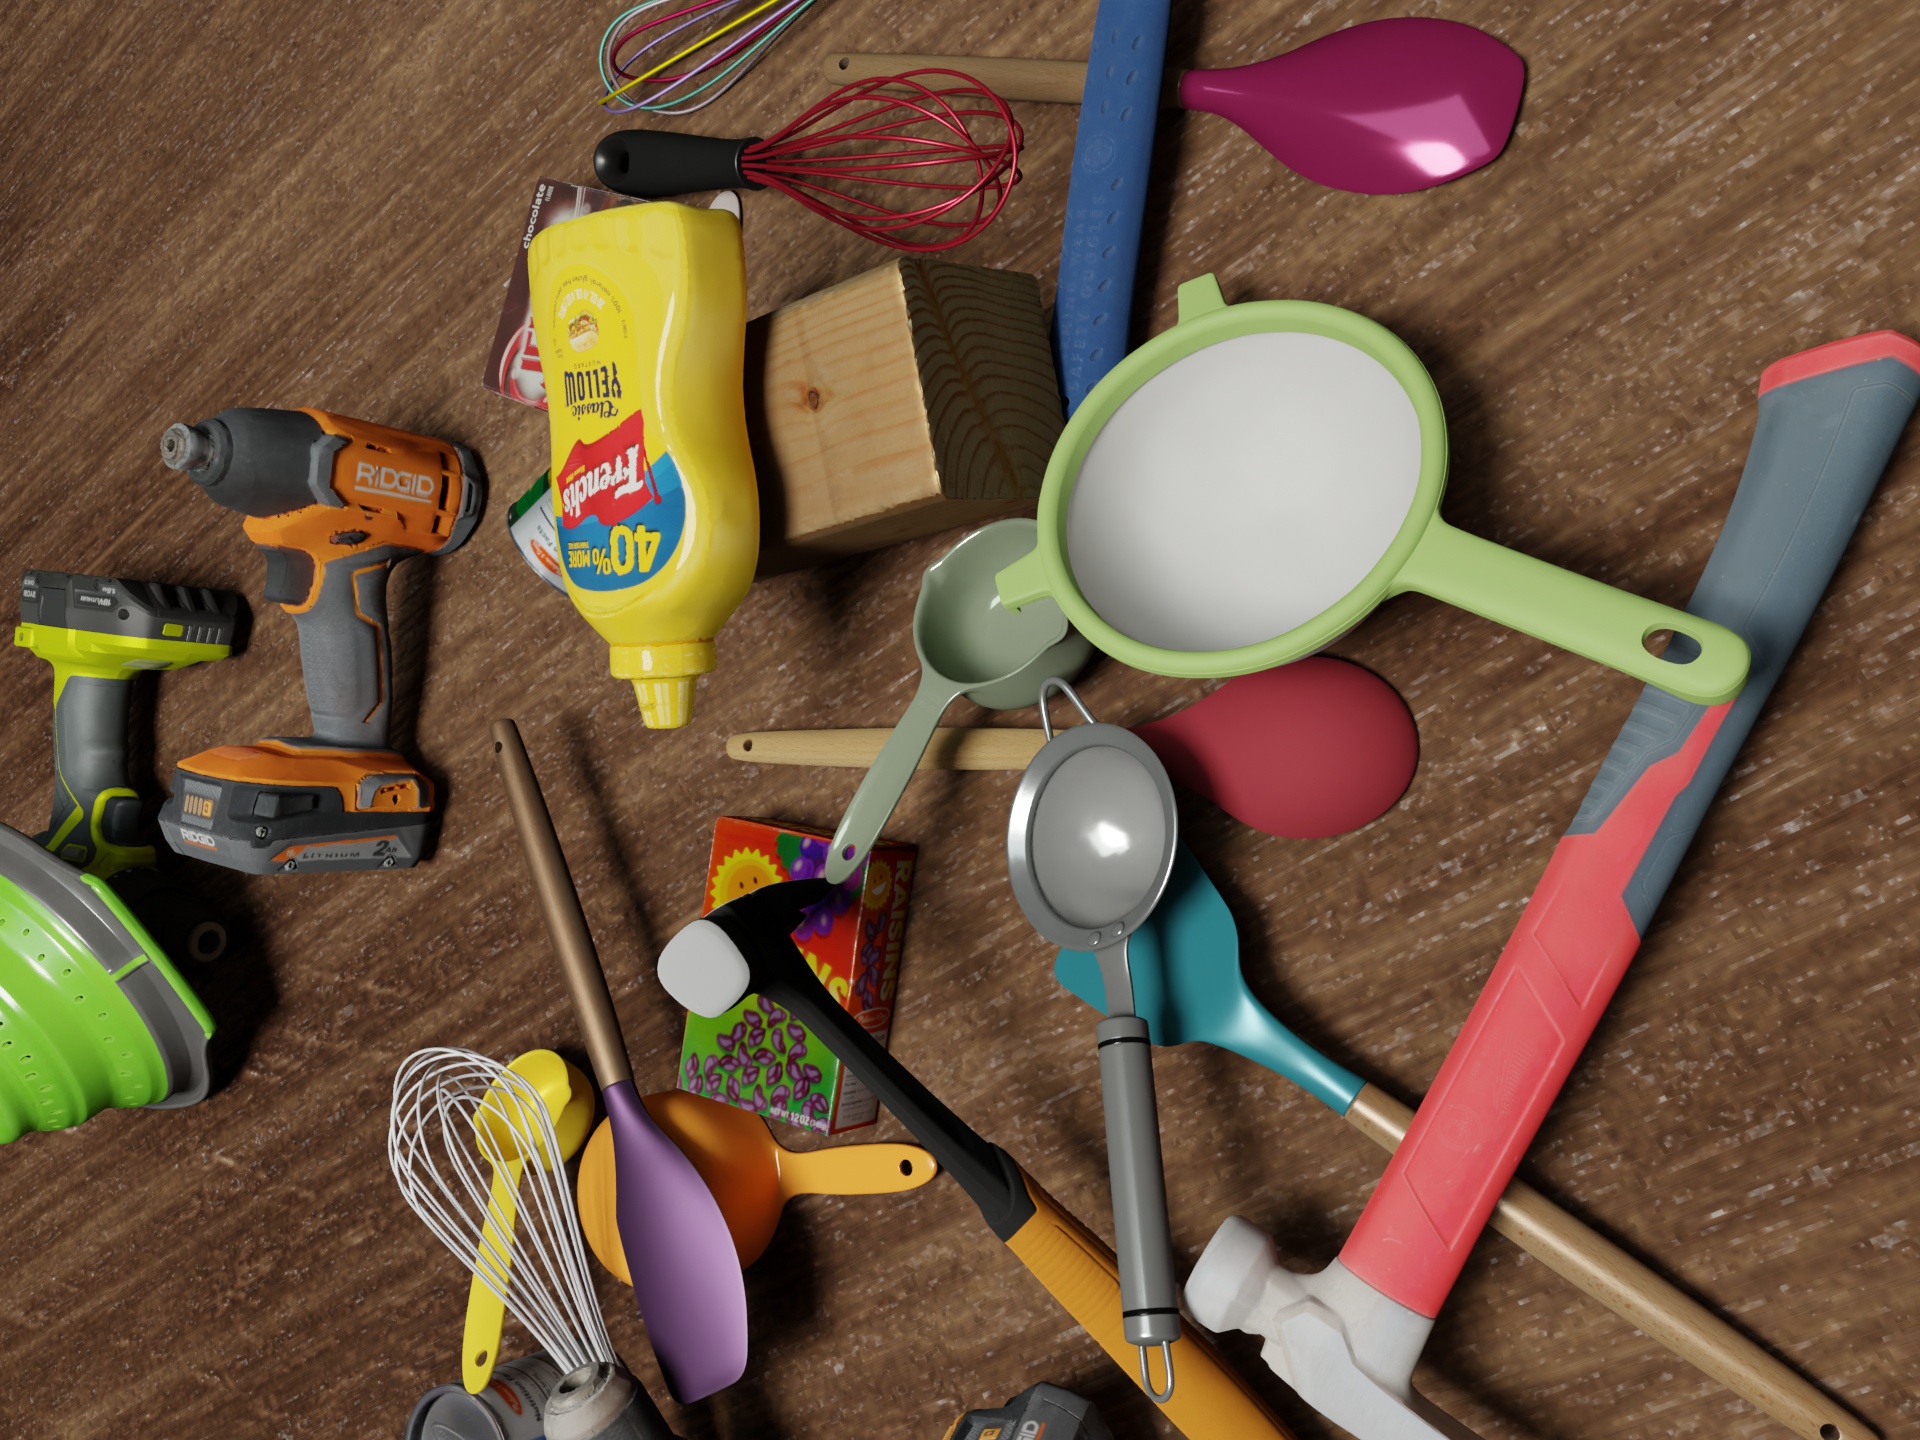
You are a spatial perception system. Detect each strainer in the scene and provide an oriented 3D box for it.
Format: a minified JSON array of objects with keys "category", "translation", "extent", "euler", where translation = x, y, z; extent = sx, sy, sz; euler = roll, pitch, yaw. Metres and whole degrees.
[{"category":"strainer","translation":[0.058,0.106,0.574],"extent":[0.087,0.050,0.259],"euler":[-28,55,41]},{"category":"strainer","translation":[0.147,-0.054,0.557],"extent":[0.257,0.069,0.151],"euler":[28,83,34]}]

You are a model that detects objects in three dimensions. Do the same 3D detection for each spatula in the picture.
[{"category":"spatula","translation":[0.166,0.147,0.564],"extent":[0.318,0.044,0.082],"euler":[34,101,24]},{"category":"spatula","translation":[-0.157,0.136,0.699],"extent":[0.060,0.018,0.316],"euler":[-34,67,24]}]

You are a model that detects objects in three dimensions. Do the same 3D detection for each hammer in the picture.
[{"category":"hammer","translation":[0.221,0.061,0.510],"extent":[0.143,0.038,0.386],"euler":[28,94,22]},{"category":"hammer","translation":[0.069,-0.313,0.629],"extent":[0.144,0.035,0.405],"euler":[12,98,30]},{"category":"hammer","translation":[0.033,0.188,0.583],"extent":[0.337,0.127,0.034],"euler":[44,101,8]}]

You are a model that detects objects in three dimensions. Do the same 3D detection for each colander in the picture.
[{"category":"colander","translation":[-0.576,0.172,0.916],"extent":[0.397,0.094,0.204],"euler":[-11,115,41]}]

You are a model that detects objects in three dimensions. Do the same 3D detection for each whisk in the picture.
[{"category":"whisk","translation":[-0.165,0.265,0.683],"extent":[0.070,0.070,0.284],"euler":[-21,99,27]},{"category":"whisk","translation":[-0.073,-0.347,0.744],"extent":[0.245,0.047,0.051],"euler":[-18,88,23]},{"category":"whisk","translation":[-0.080,-0.250,0.713],"extent":[0.296,0.073,0.073],"euler":[19,95,43]}]

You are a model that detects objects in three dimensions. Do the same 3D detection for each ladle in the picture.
[{"category":"ladle","translation":[0.027,0.011,0.657],"extent":[0.315,0.031,0.069],"euler":[-1,82,32]}]

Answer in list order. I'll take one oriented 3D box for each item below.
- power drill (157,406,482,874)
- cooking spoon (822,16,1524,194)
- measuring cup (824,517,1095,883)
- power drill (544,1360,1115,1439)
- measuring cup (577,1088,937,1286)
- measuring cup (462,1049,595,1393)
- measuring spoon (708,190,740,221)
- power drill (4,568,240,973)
[{"category":"power drill","translation":[-0.329,-0.042,0.792],"extent":[0.084,0.164,0.226],"euler":[9,92,30]},{"category":"cooking spoon","translation":[0.071,-0.264,0.662],"extent":[0.319,0.017,0.069],"euler":[17,95,30]},{"category":"measuring cup","translation":[-0.001,-0.002,0.646],"extent":[0.083,0.038,0.167],"euler":[28,86,41]},{"category":"power drill","translation":[-0.046,0.315,0.608],"extent":[0.226,0.084,0.185],"euler":[-22,101,28]},{"category":"measuring cup","translation":[-0.094,0.202,0.692],"extent":[0.173,0.052,0.095],"euler":[-14,78,31]},{"category":"measuring cup","translation":[-0.202,0.230,0.733],"extent":[0.062,0.029,0.157],"euler":[-18,51,25]},{"category":"measuring spoon","translation":[-0.124,-0.197,0.775],"extent":[0.034,0.018,0.124],"euler":[10,84,14]},{"category":"power drill","translation":[-0.487,0.033,0.928],"extent":[0.191,0.080,0.228],"euler":[7,92,32]}]
